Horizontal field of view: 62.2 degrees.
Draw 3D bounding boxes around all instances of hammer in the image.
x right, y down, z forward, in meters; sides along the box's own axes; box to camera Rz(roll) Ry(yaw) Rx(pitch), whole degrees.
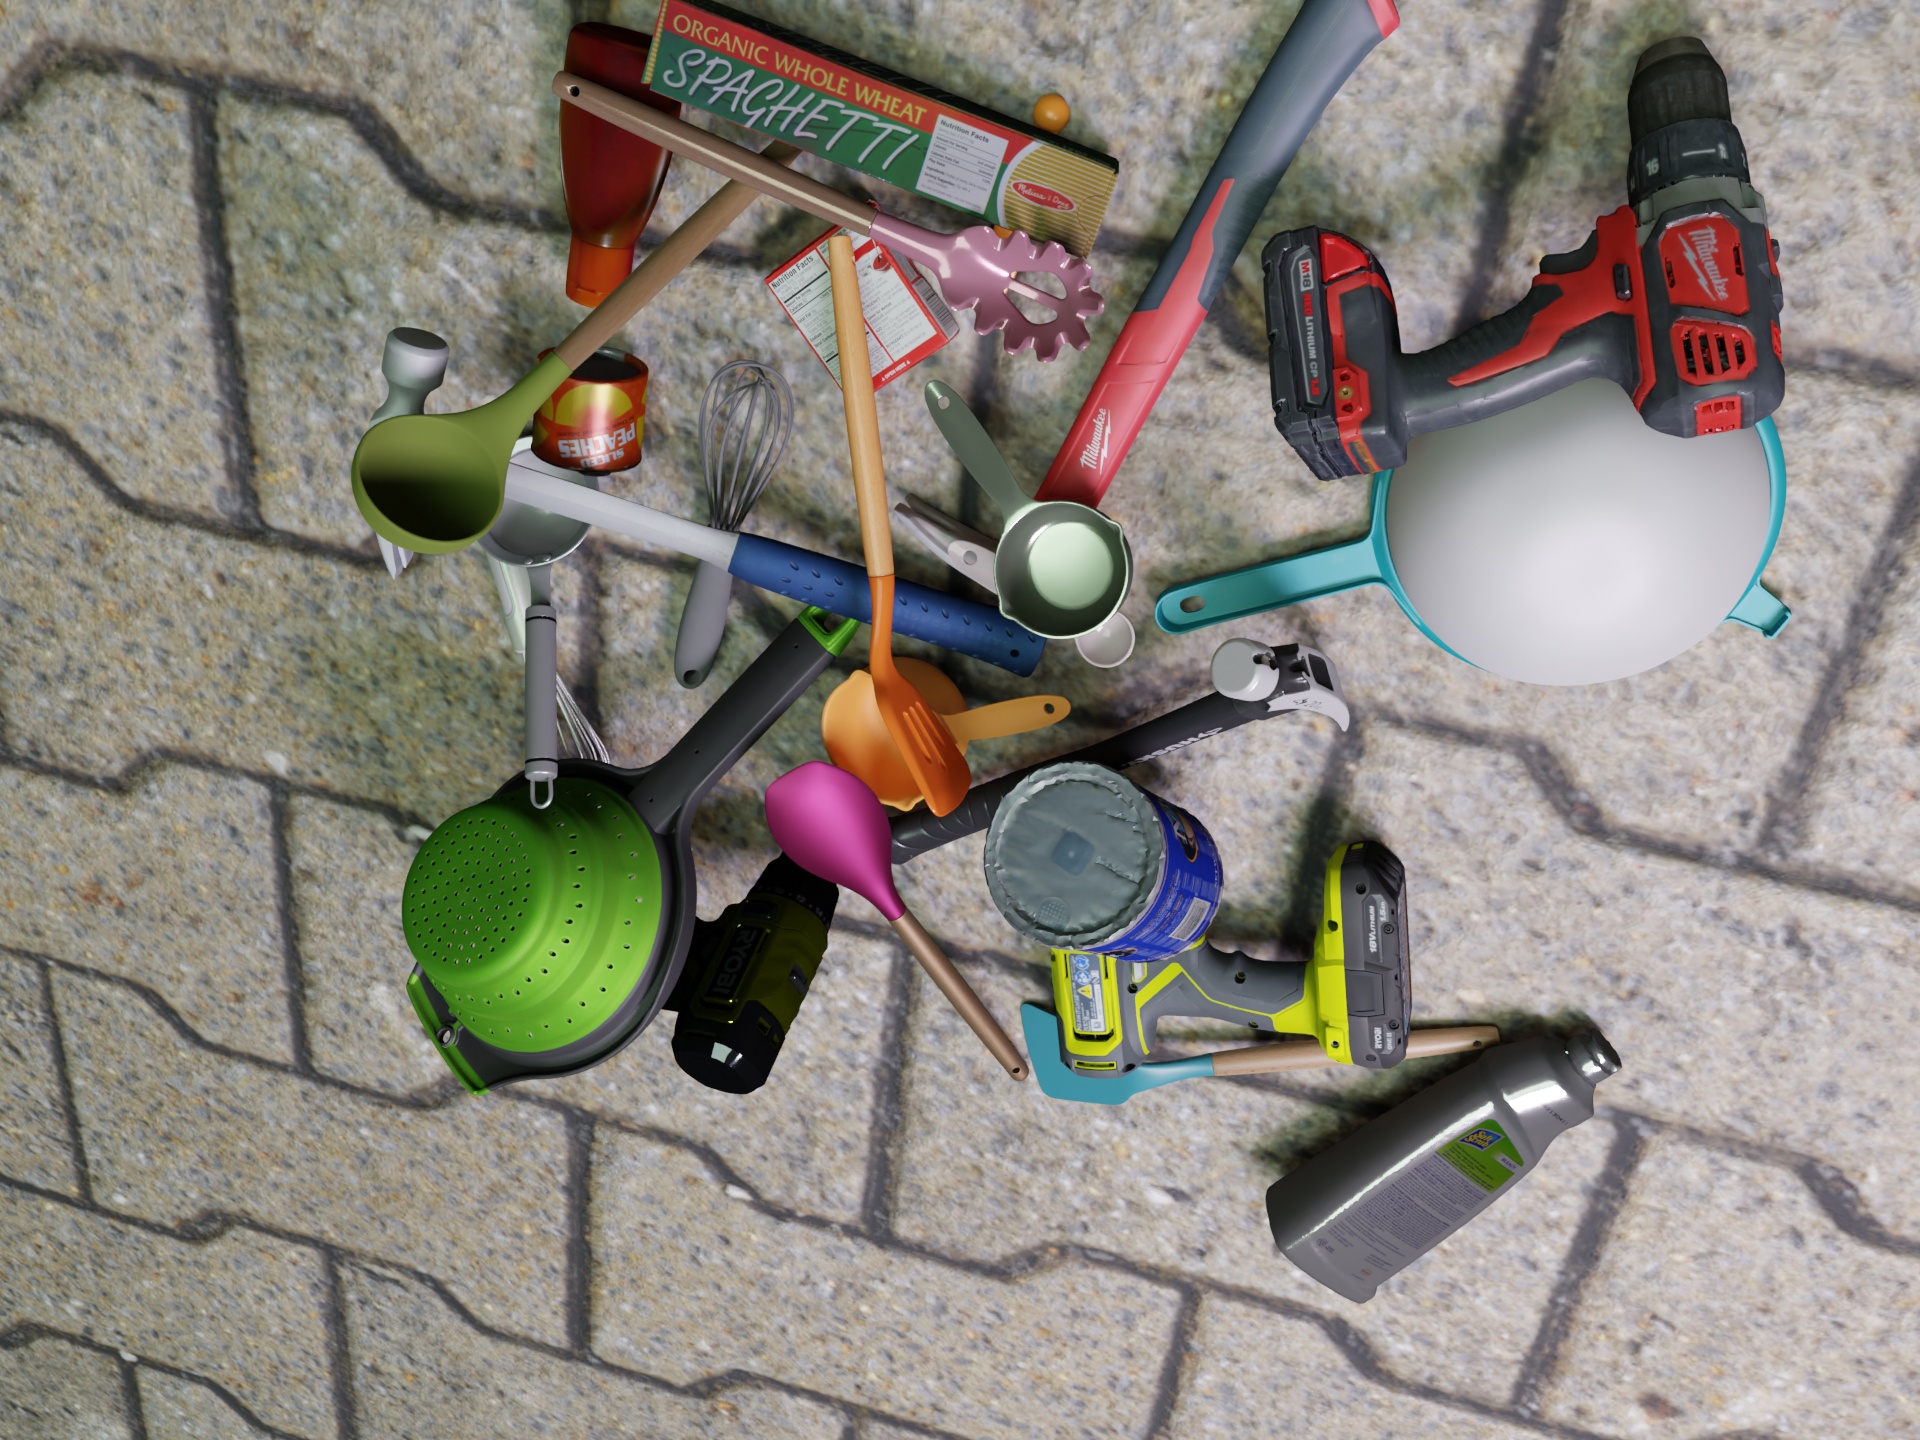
[{"bbox_3d":[0.100,-0.229,0.856,0.143,0.038,0.386,30,121,1],"label":"hammer"},{"bbox_3d":[0.078,0.028,0.967,0.335,0.146,0.035,-24,70,36],"label":"hammer"},{"bbox_3d":[-0.146,-0.098,0.937,0.405,0.035,0.144,17,119,-9],"label":"hammer"}]

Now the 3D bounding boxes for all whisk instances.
[{"bbox_3d":[-0.149,-0.115,0.981,0.055,0.055,0.238,22,125,4],"label":"whisk"},{"bbox_3d":[-0.284,-0.042,1.058,0.058,0.059,0.246,12,121,48],"label":"whisk"}]

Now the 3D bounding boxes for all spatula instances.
[{"bbox_3d":[0.196,0.221,1.072,0.317,0.044,0.082,-8,113,14],"label":"spatula"},{"bbox_3d":[-0.039,-0.107,0.893,0.041,0.081,0.322,-3,102,16],"label":"spatula"}]

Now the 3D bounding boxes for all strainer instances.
[{"bbox_3d":[-0.259,-0.071,0.979,0.087,0.050,0.259,-7,73,8],"label":"strainer"},{"bbox_3d":[0.263,-0.084,0.851,0.340,0.095,0.210,-13,112,20],"label":"strainer"}]

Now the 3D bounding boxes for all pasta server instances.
[{"bbox_3d":[-0.072,-0.273,0.838,0.316,0.040,0.060,24,108,0],"label":"pasta server"}]

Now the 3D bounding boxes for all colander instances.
[{"bbox_3d":[-0.217,0.055,0.976,0.397,0.094,0.205,-46,61,4],"label":"colander"}]

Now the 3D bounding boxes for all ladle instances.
[{"bbox_3d":[-0.194,-0.212,0.849,0.320,0.062,0.078,-45,101,-4],"label":"ladle"}]

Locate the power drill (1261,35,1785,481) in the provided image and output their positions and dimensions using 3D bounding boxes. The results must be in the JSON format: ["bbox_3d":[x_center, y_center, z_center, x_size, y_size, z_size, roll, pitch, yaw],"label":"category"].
[{"bbox_3d":[0.267,-0.216,0.767,0.227,0.080,0.188,-7,78,25],"label":"power drill"}]

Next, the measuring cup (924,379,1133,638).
[{"bbox_3d":[0.034,-0.121,0.892,0.083,0.038,0.167,-36,84,17],"label":"measuring cup"}]

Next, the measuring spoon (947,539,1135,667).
[{"bbox_3d":[0.047,-0.072,0.924,0.124,0.018,0.034,32,107,9],"label":"measuring spoon"}]

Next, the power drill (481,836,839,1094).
[{"bbox_3d":[-0.192,0.141,1.064,0.228,0.191,0.080,3,140,27],"label":"power drill"}]

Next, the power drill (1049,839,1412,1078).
[{"bbox_3d":[0.164,0.140,1.002,0.223,0.080,0.171,-2,102,20],"label":"power drill"}]

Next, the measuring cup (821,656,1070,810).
[{"bbox_3d":[-0.002,-0.003,0.980,0.173,0.052,0.095,-11,107,30],"label":"measuring cup"}]

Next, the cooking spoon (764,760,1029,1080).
[{"bbox_3d":[-0.030,0.143,1.049,0.069,0.017,0.318,-31,123,5],"label":"cooking spoon"}]

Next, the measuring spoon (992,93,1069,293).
[{"bbox_3d":[0.032,-0.280,0.863,0.021,0.011,0.116,23,120,3],"label":"measuring spoon"}]
